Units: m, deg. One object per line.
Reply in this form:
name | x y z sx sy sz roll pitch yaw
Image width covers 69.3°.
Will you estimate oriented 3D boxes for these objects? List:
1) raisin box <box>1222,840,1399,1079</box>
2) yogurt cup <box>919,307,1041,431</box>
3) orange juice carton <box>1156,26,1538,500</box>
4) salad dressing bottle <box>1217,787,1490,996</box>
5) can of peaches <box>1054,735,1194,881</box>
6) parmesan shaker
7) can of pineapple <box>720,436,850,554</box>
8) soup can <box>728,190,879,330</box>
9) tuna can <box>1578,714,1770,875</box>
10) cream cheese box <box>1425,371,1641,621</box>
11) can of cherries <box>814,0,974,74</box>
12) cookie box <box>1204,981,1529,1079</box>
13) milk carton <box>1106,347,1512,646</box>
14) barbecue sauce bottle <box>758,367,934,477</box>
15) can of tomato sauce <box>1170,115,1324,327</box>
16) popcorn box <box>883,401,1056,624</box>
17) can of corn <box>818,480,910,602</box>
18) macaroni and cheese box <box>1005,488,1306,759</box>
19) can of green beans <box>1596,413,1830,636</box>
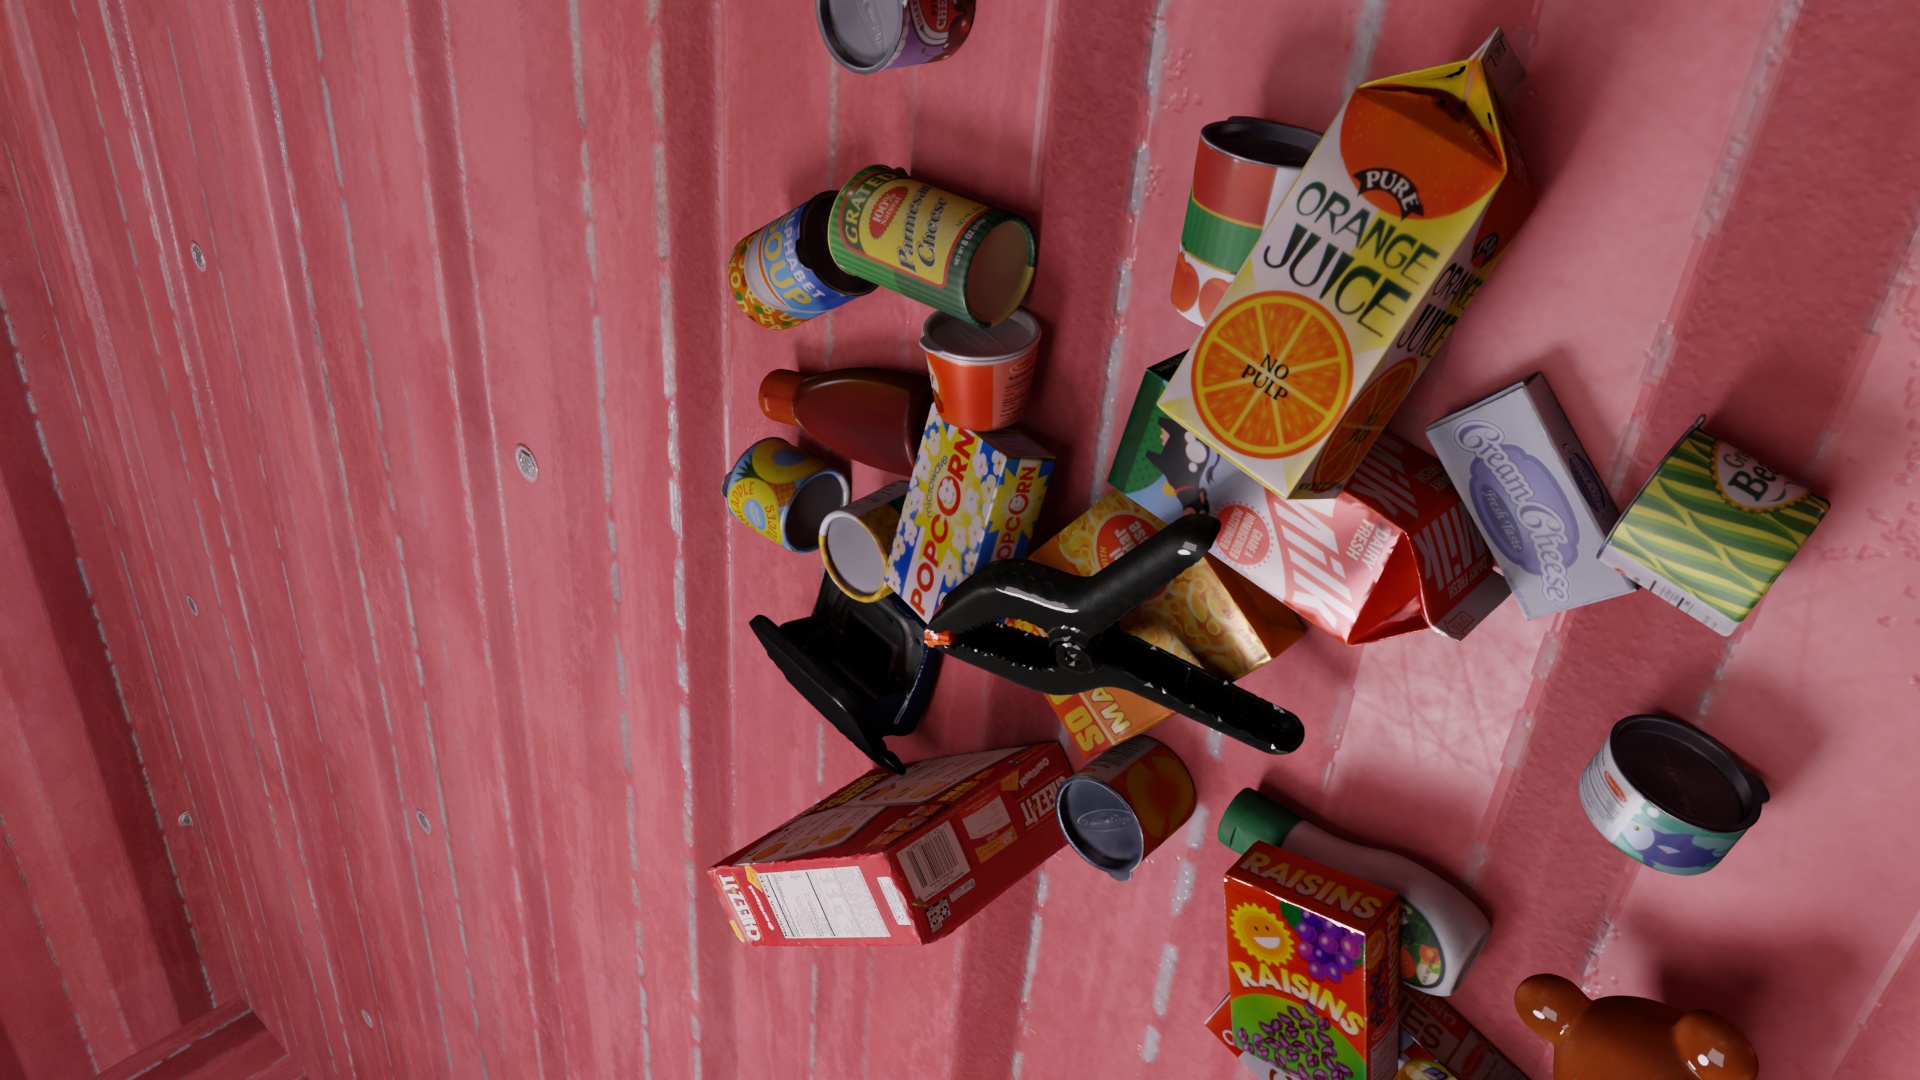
raisin box | 0.190 0.232 0.747 0.086 0.040 0.123 15 123 41
yogurt cup | 0.012 -0.099 0.799 0.072 0.073 0.053 28 136 32
orange juice carton | 0.171 -0.115 0.576 0.073 0.072 0.192 40 111 25
salad dressing bottle | 0.212 0.189 0.764 0.148 0.044 0.064 30 130 32
can of peaches | 0.102 0.163 0.850 0.071 0.058 0.071 22 125 35
parmesan shaker | -0.014 -0.170 0.788 0.103 0.071 0.071 27 128 32
can of pineapple | -0.120 -0.030 0.961 0.058 0.071 0.070 28 128 32
soup can | -0.098 -0.172 0.864 0.083 0.072 0.071 -13 101 48
tuna can | 0.312 0.112 0.609 0.071 0.071 0.032 37 134 25
cream cheese box | 0.258 -0.018 0.624 0.053 0.024 0.104 -29 89 48
can of cherries | -0.033 -0.289 0.748 0.071 0.058 0.071 22 124 37
cookie box | 0.237 0.302 0.802 0.168 0.040 0.122 42 134 20
milk carton | 0.172 -0.018 0.674 0.191 0.073 0.073 37 132 26
barbecue sauce bottle | -0.071 -0.084 0.905 0.148 0.044 0.064 16 121 40
can of tomato sauce | 0.136 -0.147 0.649 0.071 0.071 0.082 30 130 31
popcorn box | 0.003 -0.010 0.835 0.085 0.038 0.126 42 122 47
can of corn | -0.050 0.003 0.917 0.071 0.058 0.070 23 125 36
macaroni and cheese box | 0.100 0.042 0.802 0.124 0.040 0.165 58 138 7
can of green beans | 0.301 -0.004 0.557 0.058 0.071 0.071 38 133 24
